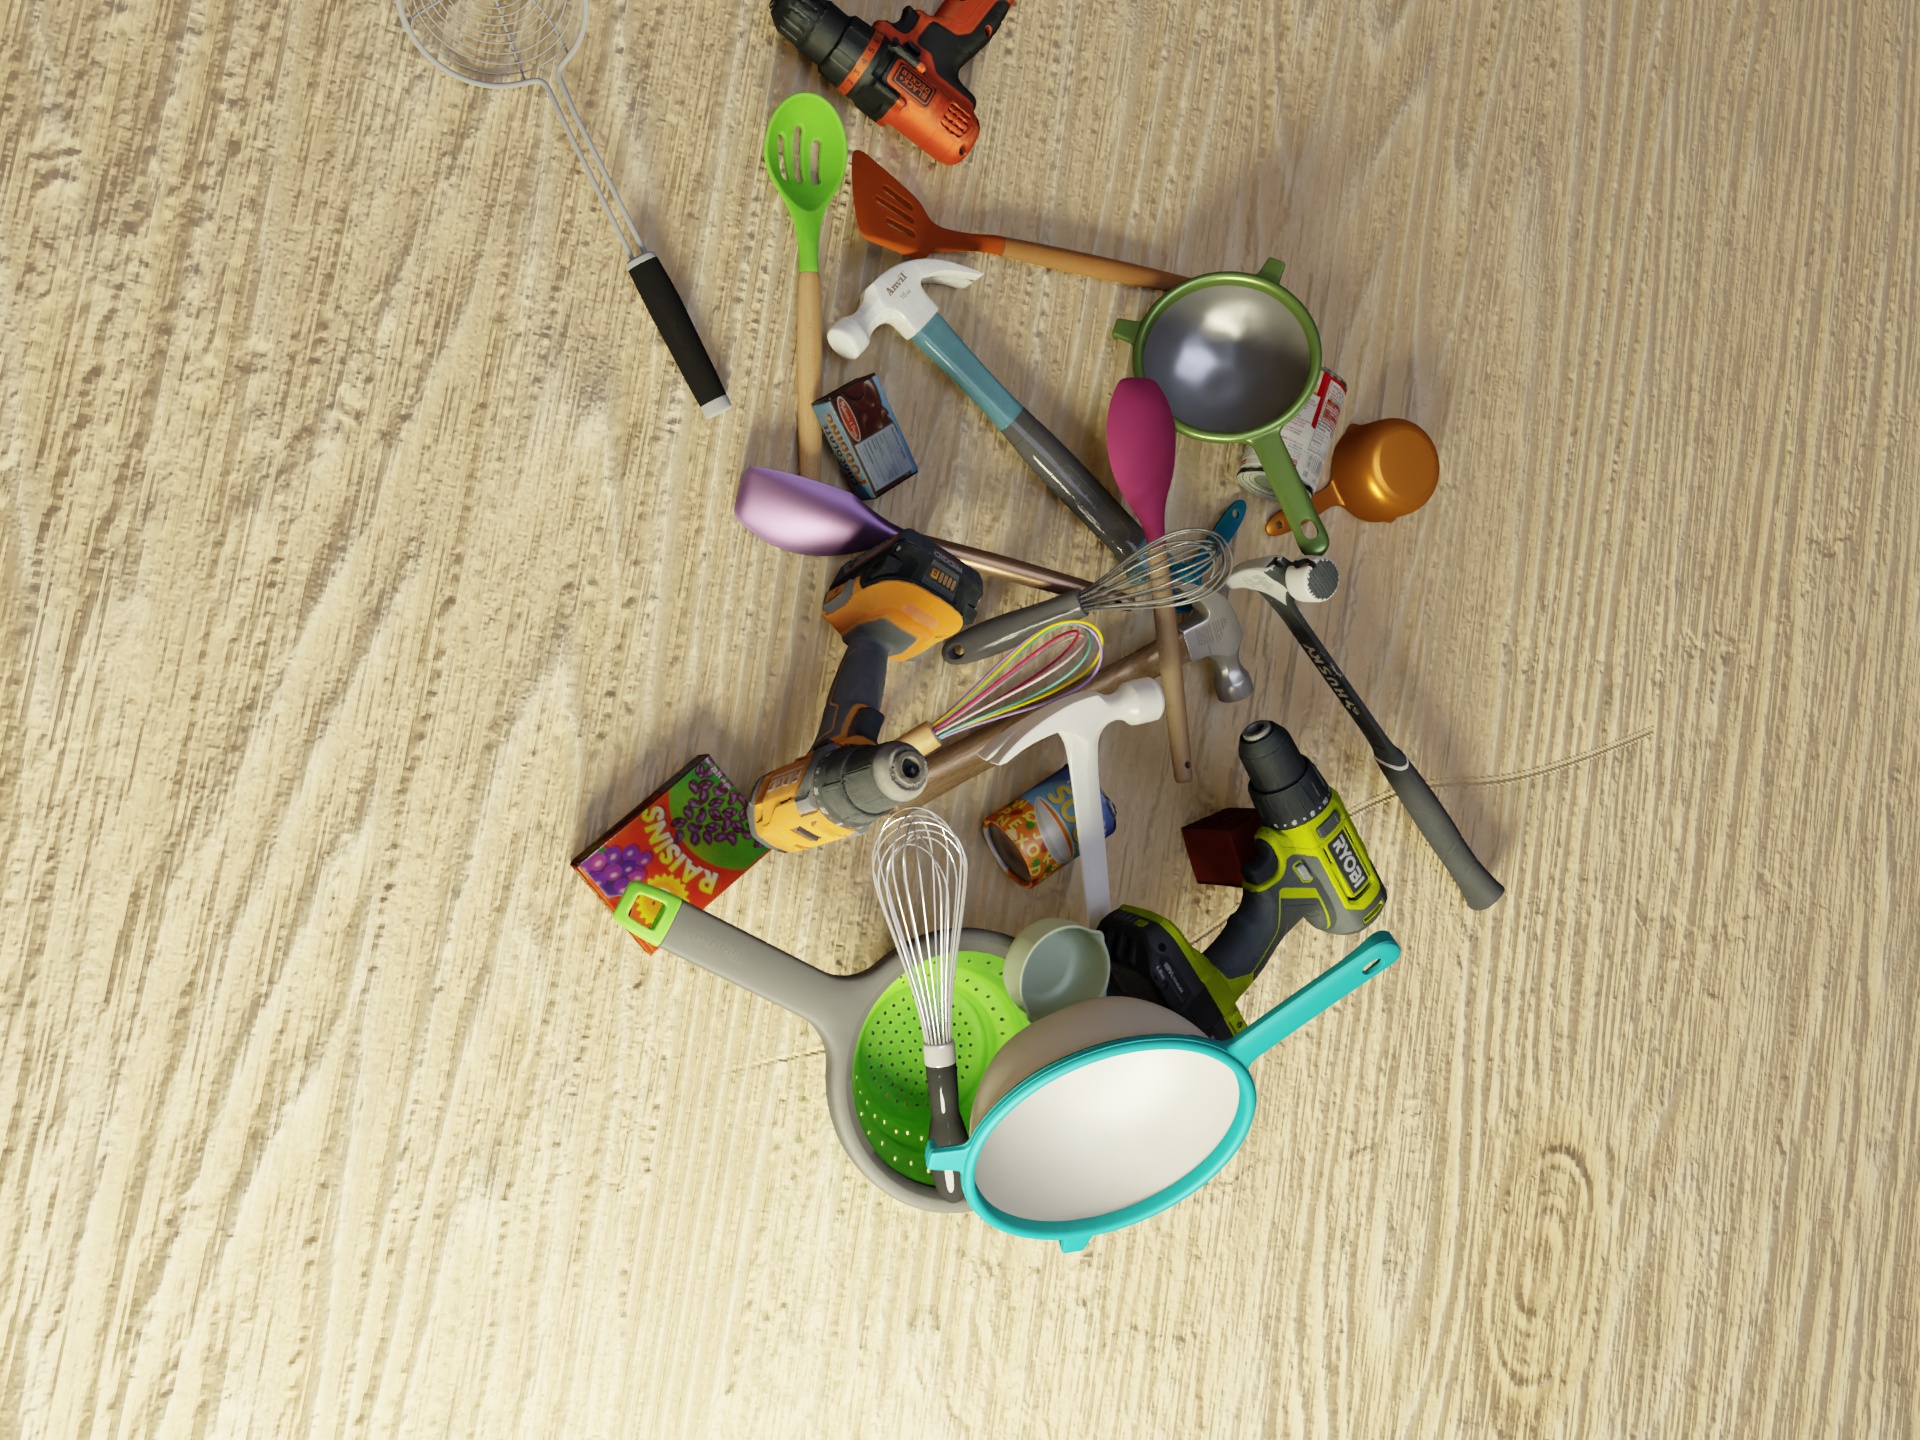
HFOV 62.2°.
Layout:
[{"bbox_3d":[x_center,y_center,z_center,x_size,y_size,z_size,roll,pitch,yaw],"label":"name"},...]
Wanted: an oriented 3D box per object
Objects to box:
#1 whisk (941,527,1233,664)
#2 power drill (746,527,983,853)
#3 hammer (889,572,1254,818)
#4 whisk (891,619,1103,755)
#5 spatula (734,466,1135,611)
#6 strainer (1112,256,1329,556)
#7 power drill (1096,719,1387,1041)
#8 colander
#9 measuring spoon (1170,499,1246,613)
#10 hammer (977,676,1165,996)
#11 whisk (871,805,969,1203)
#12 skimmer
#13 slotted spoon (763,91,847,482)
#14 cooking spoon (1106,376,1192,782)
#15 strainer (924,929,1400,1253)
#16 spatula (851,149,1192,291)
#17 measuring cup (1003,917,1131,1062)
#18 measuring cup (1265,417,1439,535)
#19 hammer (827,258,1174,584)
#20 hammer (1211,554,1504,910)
[{"bbox_3d":[0.092,-0.086,1.204,0.239,0.055,0.055,-20,98,21],"label":"whisk"},{"bbox_3d":[-0.058,-0.020,1.116,0.084,0.185,0.226,31,63,-24],"label":"power drill"},{"bbox_3d":[0.083,-0.013,1.260,0.331,0.031,0.130,-27,112,-17],"label":"hammer"},{"bbox_3d":[-0.003,-0.005,1.184,0.245,0.047,0.051,-31,62,7],"label":"whisk"},{"bbox_3d":[-0.016,-0.128,1.210,0.315,0.018,0.059,14,114,-11],"label":"spatula"},{"bbox_3d":[0.236,-0.238,1.290,0.151,0.069,0.256,-22,76,1],"label":"strainer"},{"bbox_3d":[0.211,0.130,1.206,0.228,0.080,0.190,-41,115,-20],"label":"power drill"},{"bbox_3d":[-0.080,0.215,1.161,0.396,0.094,0.204,31,77,-19],"label":"colander"},{"bbox_3d":[0.202,-0.141,1.336,0.129,0.021,0.042,-52,122,-25],"label":"measuring spoon"},{"bbox_3d":[0.104,0.176,1.220,0.144,0.035,0.405,-14,108,-22],"label":"hammer"},{"bbox_3d":[-0.017,0.200,1.108,0.070,0.070,0.284,-8,96,-22],"label":"whisk"},{"bbox_3d":[-0.261,-0.377,1.110,0.127,0.090,0.363,-24,102,11],"label":"skimmer"},{"bbox_3d":[-0.116,-0.312,1.201,0.070,0.031,0.314,-1,91,-33],"label":"slotted spoon"},{"bbox_3d":[0.157,-0.110,1.241,0.068,0.017,0.319,-7,91,-32],"label":"cooking spoon"},{"bbox_3d":[0.141,0.224,1.098,0.340,0.095,0.210,-37,130,11],"label":"strainer"},{"bbox_3d":[0.058,-0.378,1.267,0.322,0.041,0.081,5,67,-24],"label":"spatula"},{"bbox_3d":[0.093,0.208,1.169,0.083,0.038,0.167,-49,120,-12],"label":"measuring cup"},{"bbox_3d":[0.340,-0.201,1.371,0.173,0.052,0.095,-29,99,-23],"label":"measuring cup"},{"bbox_3d":[0.049,-0.228,1.259,0.330,0.033,0.128,44,67,-17],"label":"hammer"},{"bbox_3d":[0.350,0.018,1.347,0.036,0.149,0.408,-47,114,-16],"label":"hammer"}]
